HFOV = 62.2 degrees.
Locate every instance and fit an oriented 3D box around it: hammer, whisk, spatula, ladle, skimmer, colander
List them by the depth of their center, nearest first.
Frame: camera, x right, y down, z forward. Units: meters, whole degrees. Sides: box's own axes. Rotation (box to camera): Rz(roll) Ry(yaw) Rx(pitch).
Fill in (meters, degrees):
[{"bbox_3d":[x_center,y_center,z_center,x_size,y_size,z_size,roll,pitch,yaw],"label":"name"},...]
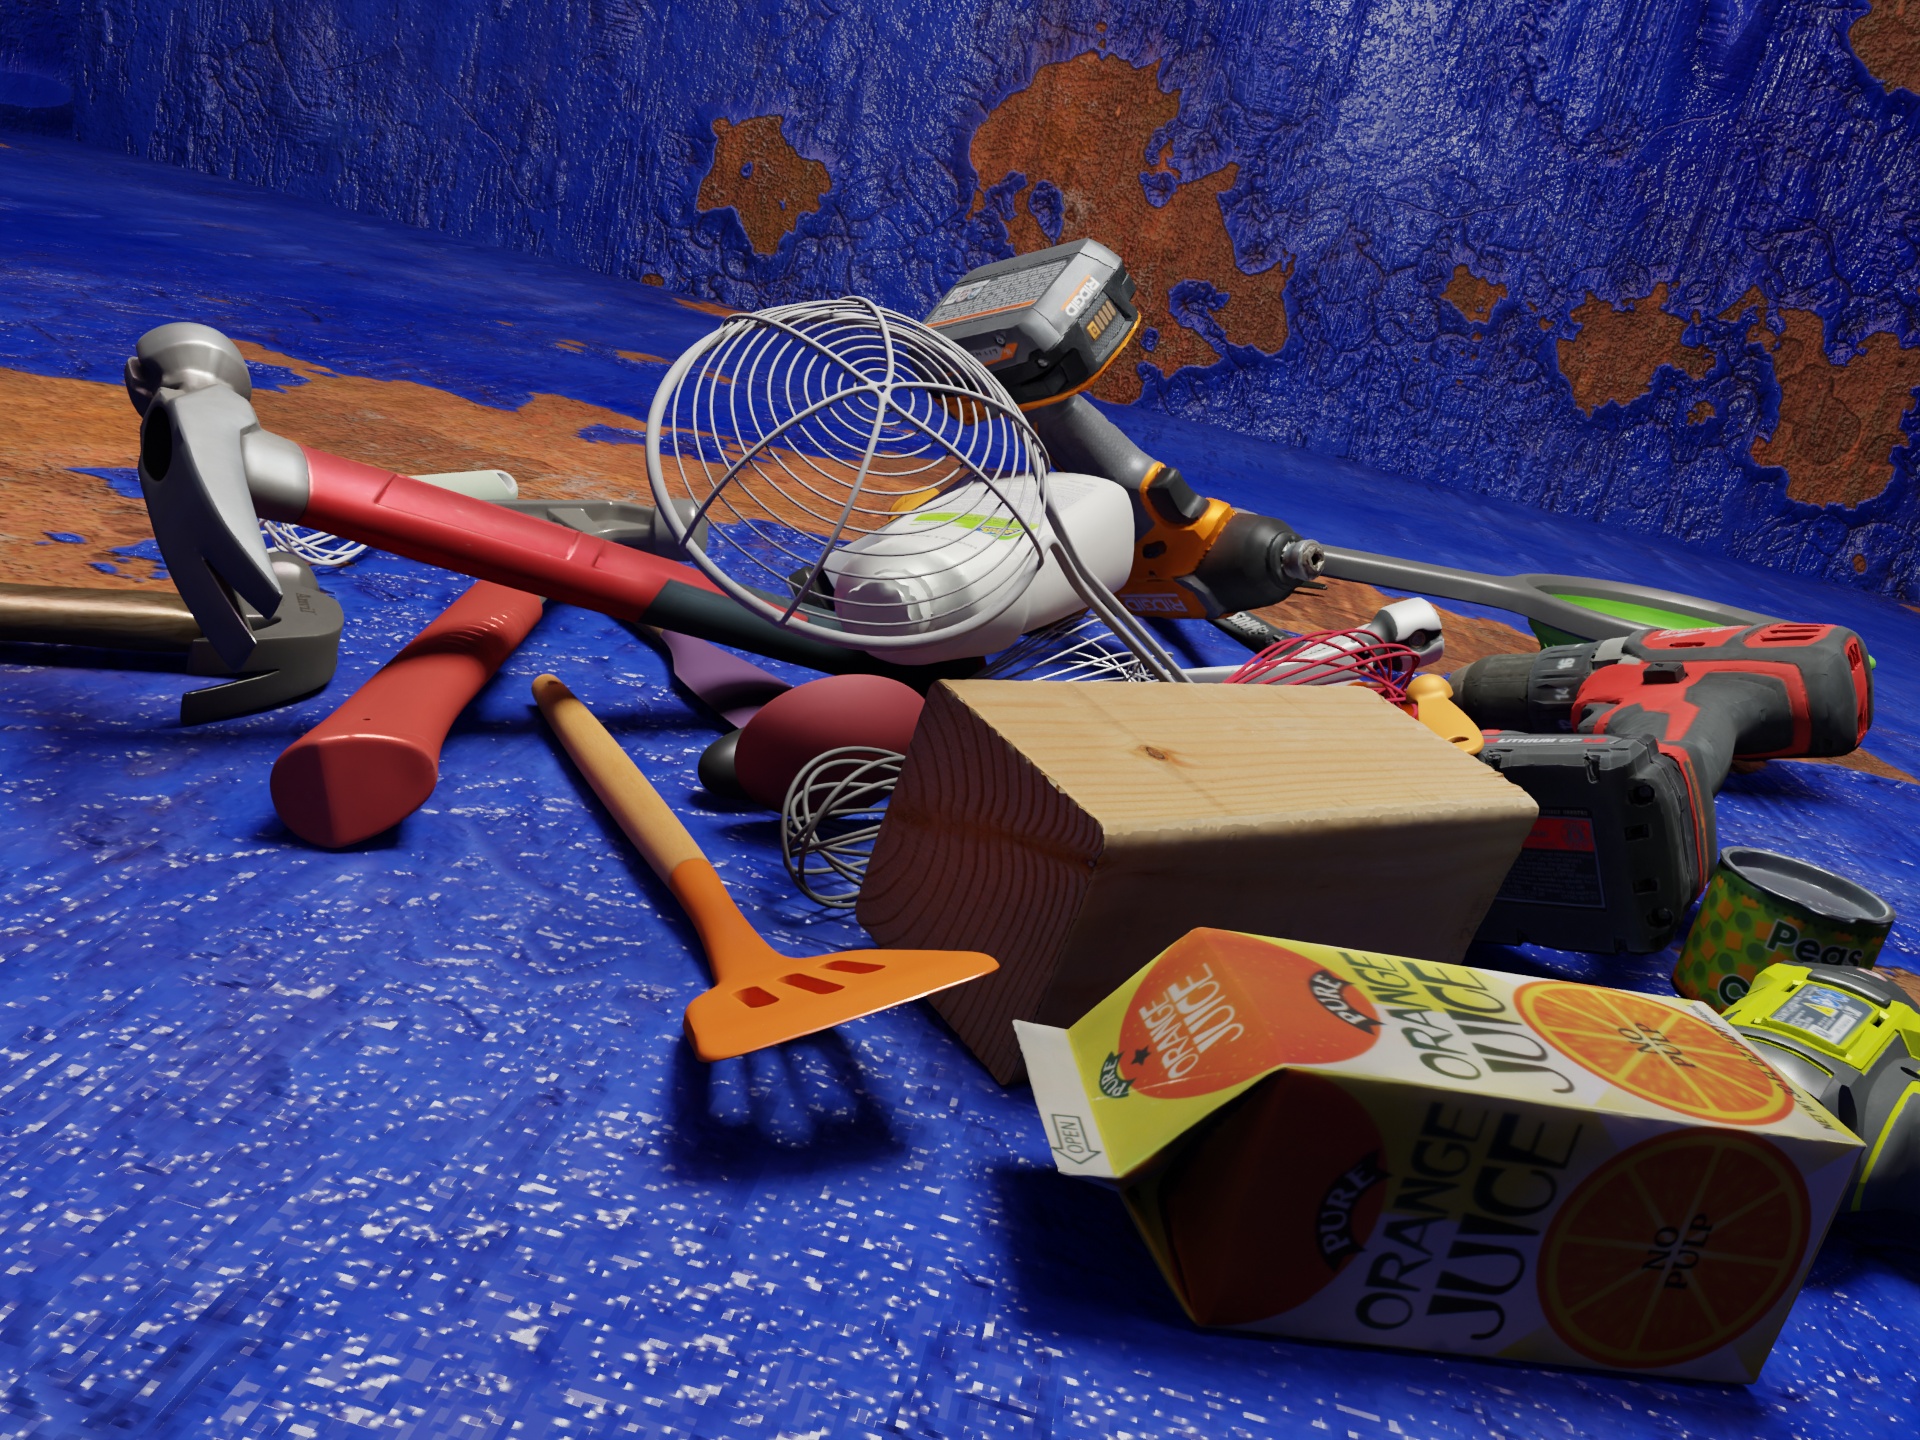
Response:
[{"bbox_3d":[-0.096,0.034,0.522,0.081,0.041,0.323,-14,26,-24],"label":"spatula"},{"bbox_3d":[-0.387,-0.040,0.547,0.331,0.031,0.130,3,20,-31],"label":"hammer"},{"bbox_3d":[0.041,-0.021,0.584,0.090,0.127,0.362,-15,-35,30],"label":"skimmer"},{"bbox_3d":[0.012,0.032,0.605,0.055,0.055,0.239,24,15,30],"label":"whisk"},{"bbox_3d":[-0.117,-0.042,0.628,0.386,0.038,0.143,15,33,-47],"label":"hammer"},{"bbox_3d":[-0.205,-0.039,0.654,0.149,0.036,0.359,-1,20,1],"label":"hammer"},{"bbox_3d":[0.032,0.012,0.678,0.315,0.069,0.031,-1,43,-50],"label":"ladle"},{"bbox_3d":[-0.002,-0.002,0.695,0.070,0.070,0.284,27,26,36],"label":"whisk"},{"bbox_3d":[0.120,-0.005,0.709,0.295,0.073,0.073,-4,25,-44],"label":"whisk"},{"bbox_3d":[-0.151,-0.051,0.786,0.059,0.018,0.316,1,22,-39],"label":"spatula"},{"bbox_3d":[-0.297,-0.116,0.843,0.058,0.059,0.246,51,15,-2],"label":"whisk"},{"bbox_3d":[0.151,-0.072,1.011,0.149,0.036,0.409,-16,16,-4],"label":"hammer"},{"bbox_3d":[-0.028,-0.127,1.017,0.127,0.034,0.337,-28,10,8],"label":"hammer"},{"bbox_3d":[0.376,-0.044,1.056,0.397,0.094,0.204,11,16,4],"label":"colander"}]

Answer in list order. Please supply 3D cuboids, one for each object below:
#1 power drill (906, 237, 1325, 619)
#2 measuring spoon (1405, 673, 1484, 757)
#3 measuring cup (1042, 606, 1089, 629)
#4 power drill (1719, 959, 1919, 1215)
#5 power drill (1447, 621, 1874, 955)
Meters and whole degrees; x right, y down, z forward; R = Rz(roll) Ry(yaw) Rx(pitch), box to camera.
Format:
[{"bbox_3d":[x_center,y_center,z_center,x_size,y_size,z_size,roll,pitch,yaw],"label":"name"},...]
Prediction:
[{"bbox_3d":[0.091,-0.142,0.856,0.164,0.084,0.226,6,-37,53],"label":"power drill"},{"bbox_3d":[0.190,-0.003,0.628,0.021,0.011,0.117,-10,11,12],"label":"measuring spoon"},{"bbox_3d":[0.035,-0.082,0.957,0.052,0.095,0.173,27,39,24],"label":"measuring cup"},{"bbox_3d":[0.342,0.139,0.472,0.223,0.080,0.171,23,19,37],"label":"power drill"},{"bbox_3d":[0.262,0.014,0.685,0.188,0.080,0.226,0,19,45],"label":"power drill"}]
